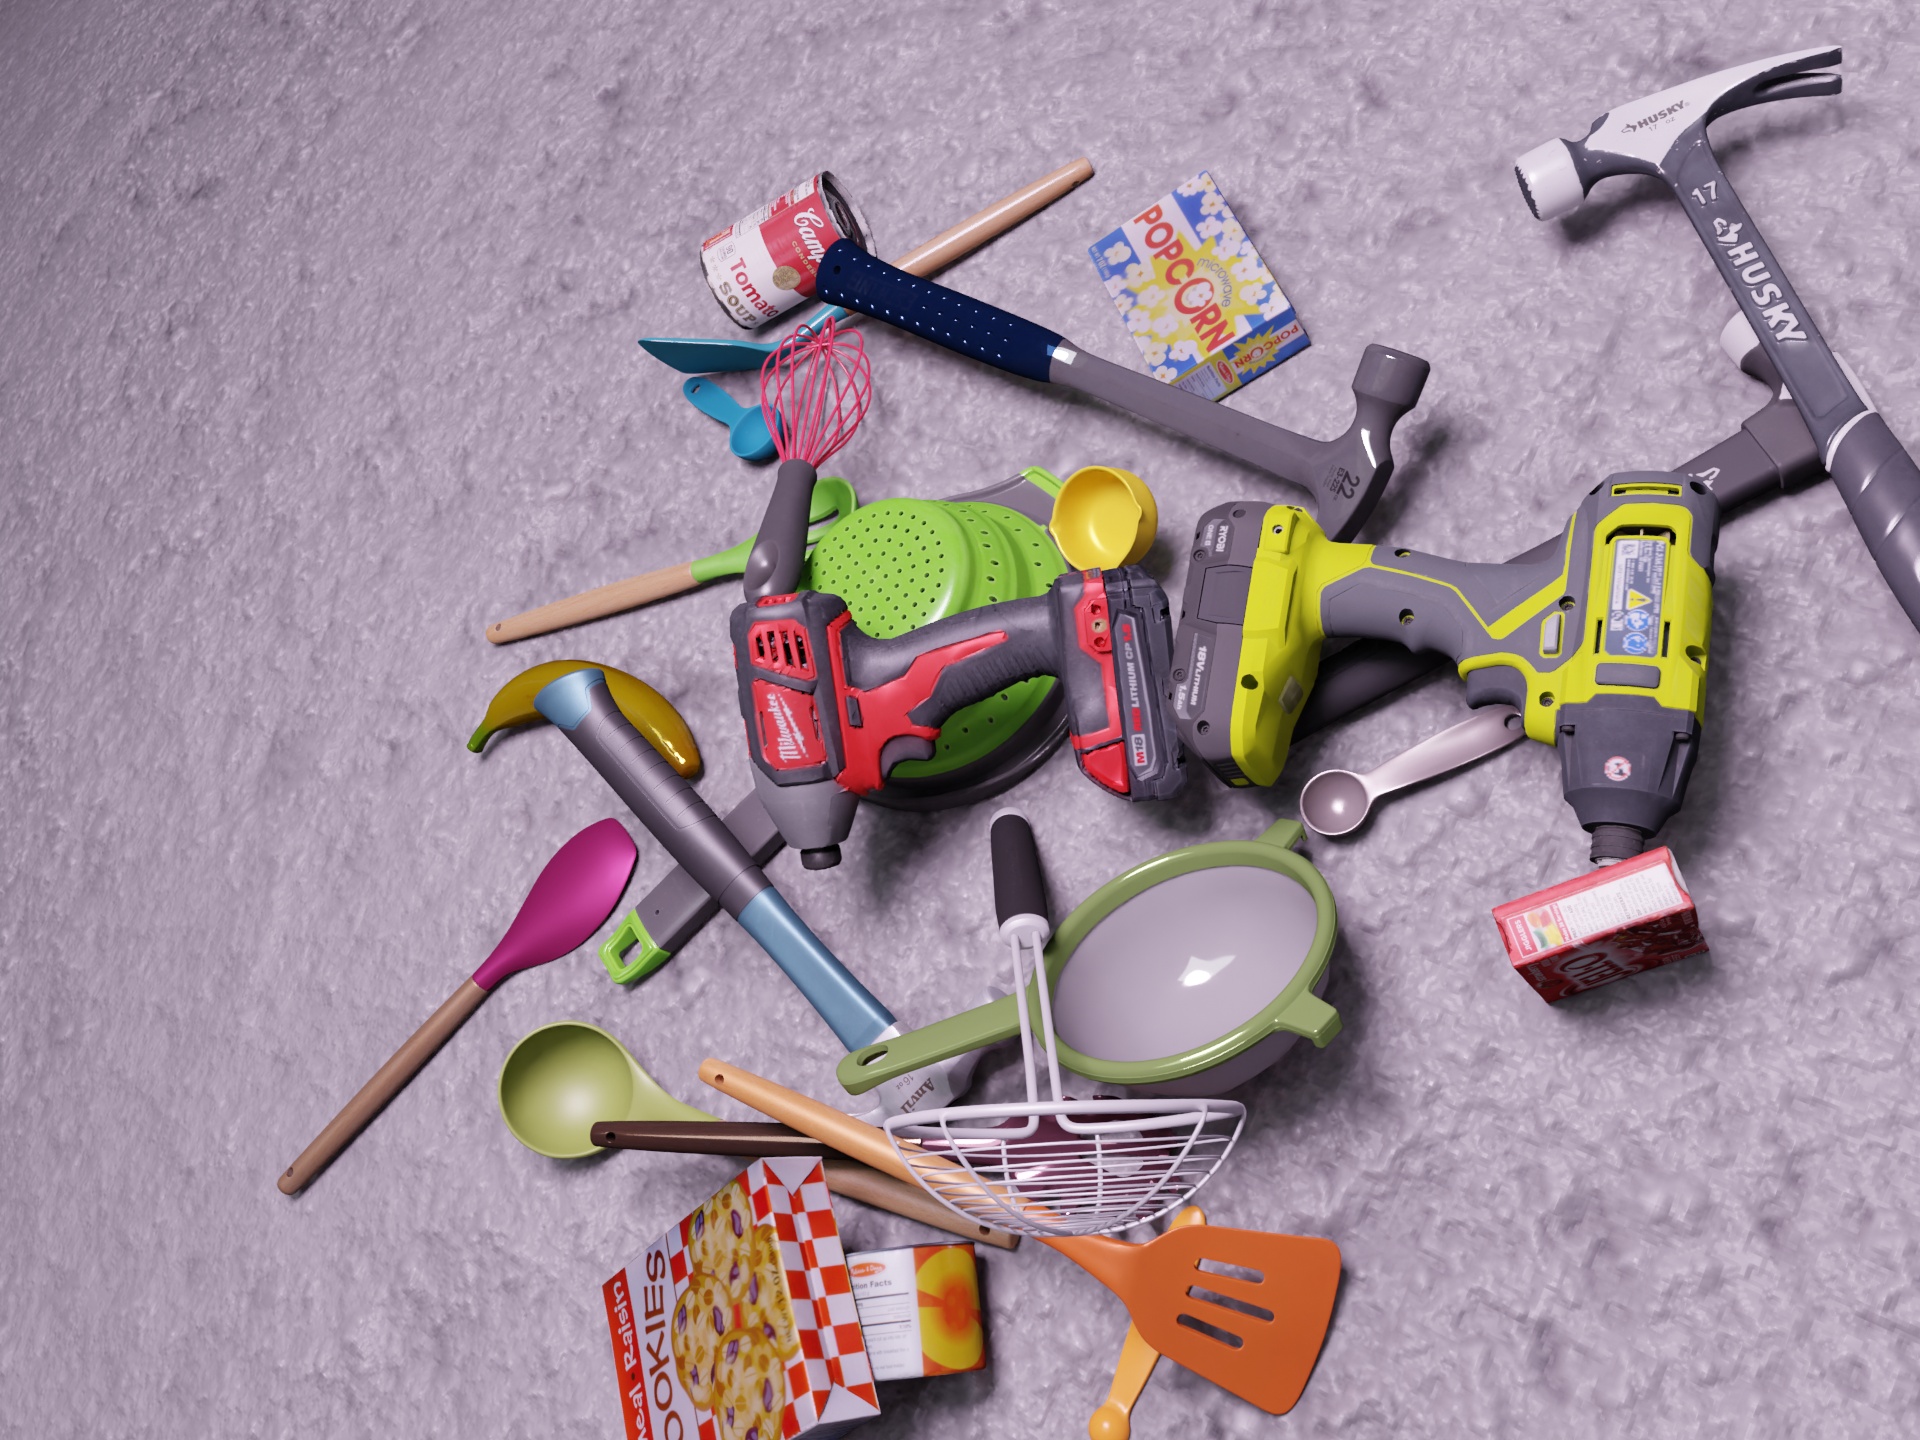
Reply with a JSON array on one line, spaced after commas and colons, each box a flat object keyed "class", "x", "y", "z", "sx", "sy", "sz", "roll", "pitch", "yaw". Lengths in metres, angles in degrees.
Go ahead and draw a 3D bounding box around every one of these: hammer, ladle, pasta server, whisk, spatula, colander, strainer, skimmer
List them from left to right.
[{"class": "hammer", "x": -0.119, "y": 0.089, "z": 0.865, "sx": 0.331, "sy": 0.033, "sz": 0.128, "roll": 45, "pitch": 100, "yaw": 17}, {"class": "ladle", "x": -0.116, "y": 0.228, "z": 0.847, "sx": 0.320, "sy": 0.062, "sz": 0.078, "roll": 10, "pitch": 87, "yaw": 30}, {"class": "whisk", "x": -0.095, "y": -0.156, "z": 0.950, "sx": 0.073, "sy": 0.073, "sz": 0.296, "roll": -21, "pitch": 37, "yaw": 20}, {"class": "colander", "x": -0.085, "y": -0.001, "z": 0.906, "sx": 0.397, "sy": 0.094, "sz": 0.205, "roll": -44, "pitch": 54, "yaw": 5}, {"class": "spatula", "x": -0.060, "y": -0.297, "z": 1.054, "sx": 0.317, "sy": 0.082, "sz": 0.044, "roll": -26, "pitch": 80, "yaw": 11}, {"class": "pasta server", "x": -0.045, "y": 0.212, "z": 0.793, "sx": 0.316, "sy": 0.040, "sz": 0.060, "roll": -3, "pitch": 85, "yaw": 17}, {"class": "spatula", "x": 0.013, "y": 0.222, "z": 0.747, "sx": 0.323, "sy": 0.041, "sz": 0.081, "roll": 18, "pitch": 91, "yaw": 25}, {"class": "skimmer", "x": 0.032, "y": 0.096, "z": 0.686, "sx": 0.127, "sy": 0.090, "sz": 0.363, "roll": -3, "pitch": 22, "yaw": -1}, {"class": "hammer", "x": 0.062, "y": -0.196, "z": 0.907, "sx": 0.406, "sy": 0.035, "sz": 0.144, "roll": 31, "pitch": 110, "yaw": 34}, {"class": "strainer", "x": 0.065, "y": 0.148, "z": 0.755, "sx": 0.256, "sy": 0.069, "sz": 0.152, "roll": -23, "pitch": 27, "yaw": 17}, {"class": "hammer", "x": 0.276, "y": -0.062, "z": 0.767, "sx": 0.335, "sy": 0.035, "sz": 0.146, "roll": -30, "pitch": 56, "yaw": 15}, {"class": "hammer", "x": 0.386, "y": -0.139, "z": 0.696, "sx": 0.149, "sy": 0.036, "sz": 0.409, "roll": -23, "pitch": 58, "yaw": 18}]

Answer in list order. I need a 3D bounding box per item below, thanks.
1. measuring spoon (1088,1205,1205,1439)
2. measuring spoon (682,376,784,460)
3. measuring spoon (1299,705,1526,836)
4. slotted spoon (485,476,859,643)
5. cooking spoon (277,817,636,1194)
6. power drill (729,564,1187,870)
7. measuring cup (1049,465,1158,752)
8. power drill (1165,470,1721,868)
[{"class": "measuring spoon", "x": 0.086, "y": 0.279, "z": 0.734, "sx": 0.021, "sy": 0.011, "sz": 0.117, "roll": 18, "pitch": 78, "yaw": 34}, {"class": "measuring spoon", "x": -0.156, "y": -0.209, "z": 1.093, "sx": 0.042, "sy": 0.021, "sz": 0.129, "roll": -50, "pitch": 45, "yaw": 0}, {"class": "measuring spoon", "x": 0.225, "y": 0.024, "z": 0.773, "sx": 0.124, "sy": 0.018, "sz": 0.034, "roll": -26, "pitch": 58, "yaw": 10}, {"class": "slotted spoon", "x": -0.194, "y": -0.094, "z": 1.053, "sx": 0.314, "sy": 0.031, "sz": 0.070, "roll": -14, "pitch": 61, "yaw": 26}, {"class": "cooking spoon", "x": -0.320, "y": 0.184, "z": 1.003, "sx": 0.319, "sy": 0.017, "sz": 0.069, "roll": -46, "pitch": 53, "yaw": 3}, {"class": "power drill", "x": -0.001, "y": -0.003, "z": 0.804, "sx": 0.219, "sy": 0.078, "sz": 0.143, "roll": -6, "pitch": 99, "yaw": 5}, {"class": "measuring cup", "x": 0.087, "y": -0.059, "z": 0.857, "sx": 0.062, "sy": 0.029, "sz": 0.156, "roll": -5, "pitch": 94, "yaw": 42}, {"class": "power drill", "x": 0.215, "y": -0.025, "z": 0.720, "sx": 0.223, "sy": 0.080, "sz": 0.171, "roll": 4, "pitch": 74, "yaw": 27}]
